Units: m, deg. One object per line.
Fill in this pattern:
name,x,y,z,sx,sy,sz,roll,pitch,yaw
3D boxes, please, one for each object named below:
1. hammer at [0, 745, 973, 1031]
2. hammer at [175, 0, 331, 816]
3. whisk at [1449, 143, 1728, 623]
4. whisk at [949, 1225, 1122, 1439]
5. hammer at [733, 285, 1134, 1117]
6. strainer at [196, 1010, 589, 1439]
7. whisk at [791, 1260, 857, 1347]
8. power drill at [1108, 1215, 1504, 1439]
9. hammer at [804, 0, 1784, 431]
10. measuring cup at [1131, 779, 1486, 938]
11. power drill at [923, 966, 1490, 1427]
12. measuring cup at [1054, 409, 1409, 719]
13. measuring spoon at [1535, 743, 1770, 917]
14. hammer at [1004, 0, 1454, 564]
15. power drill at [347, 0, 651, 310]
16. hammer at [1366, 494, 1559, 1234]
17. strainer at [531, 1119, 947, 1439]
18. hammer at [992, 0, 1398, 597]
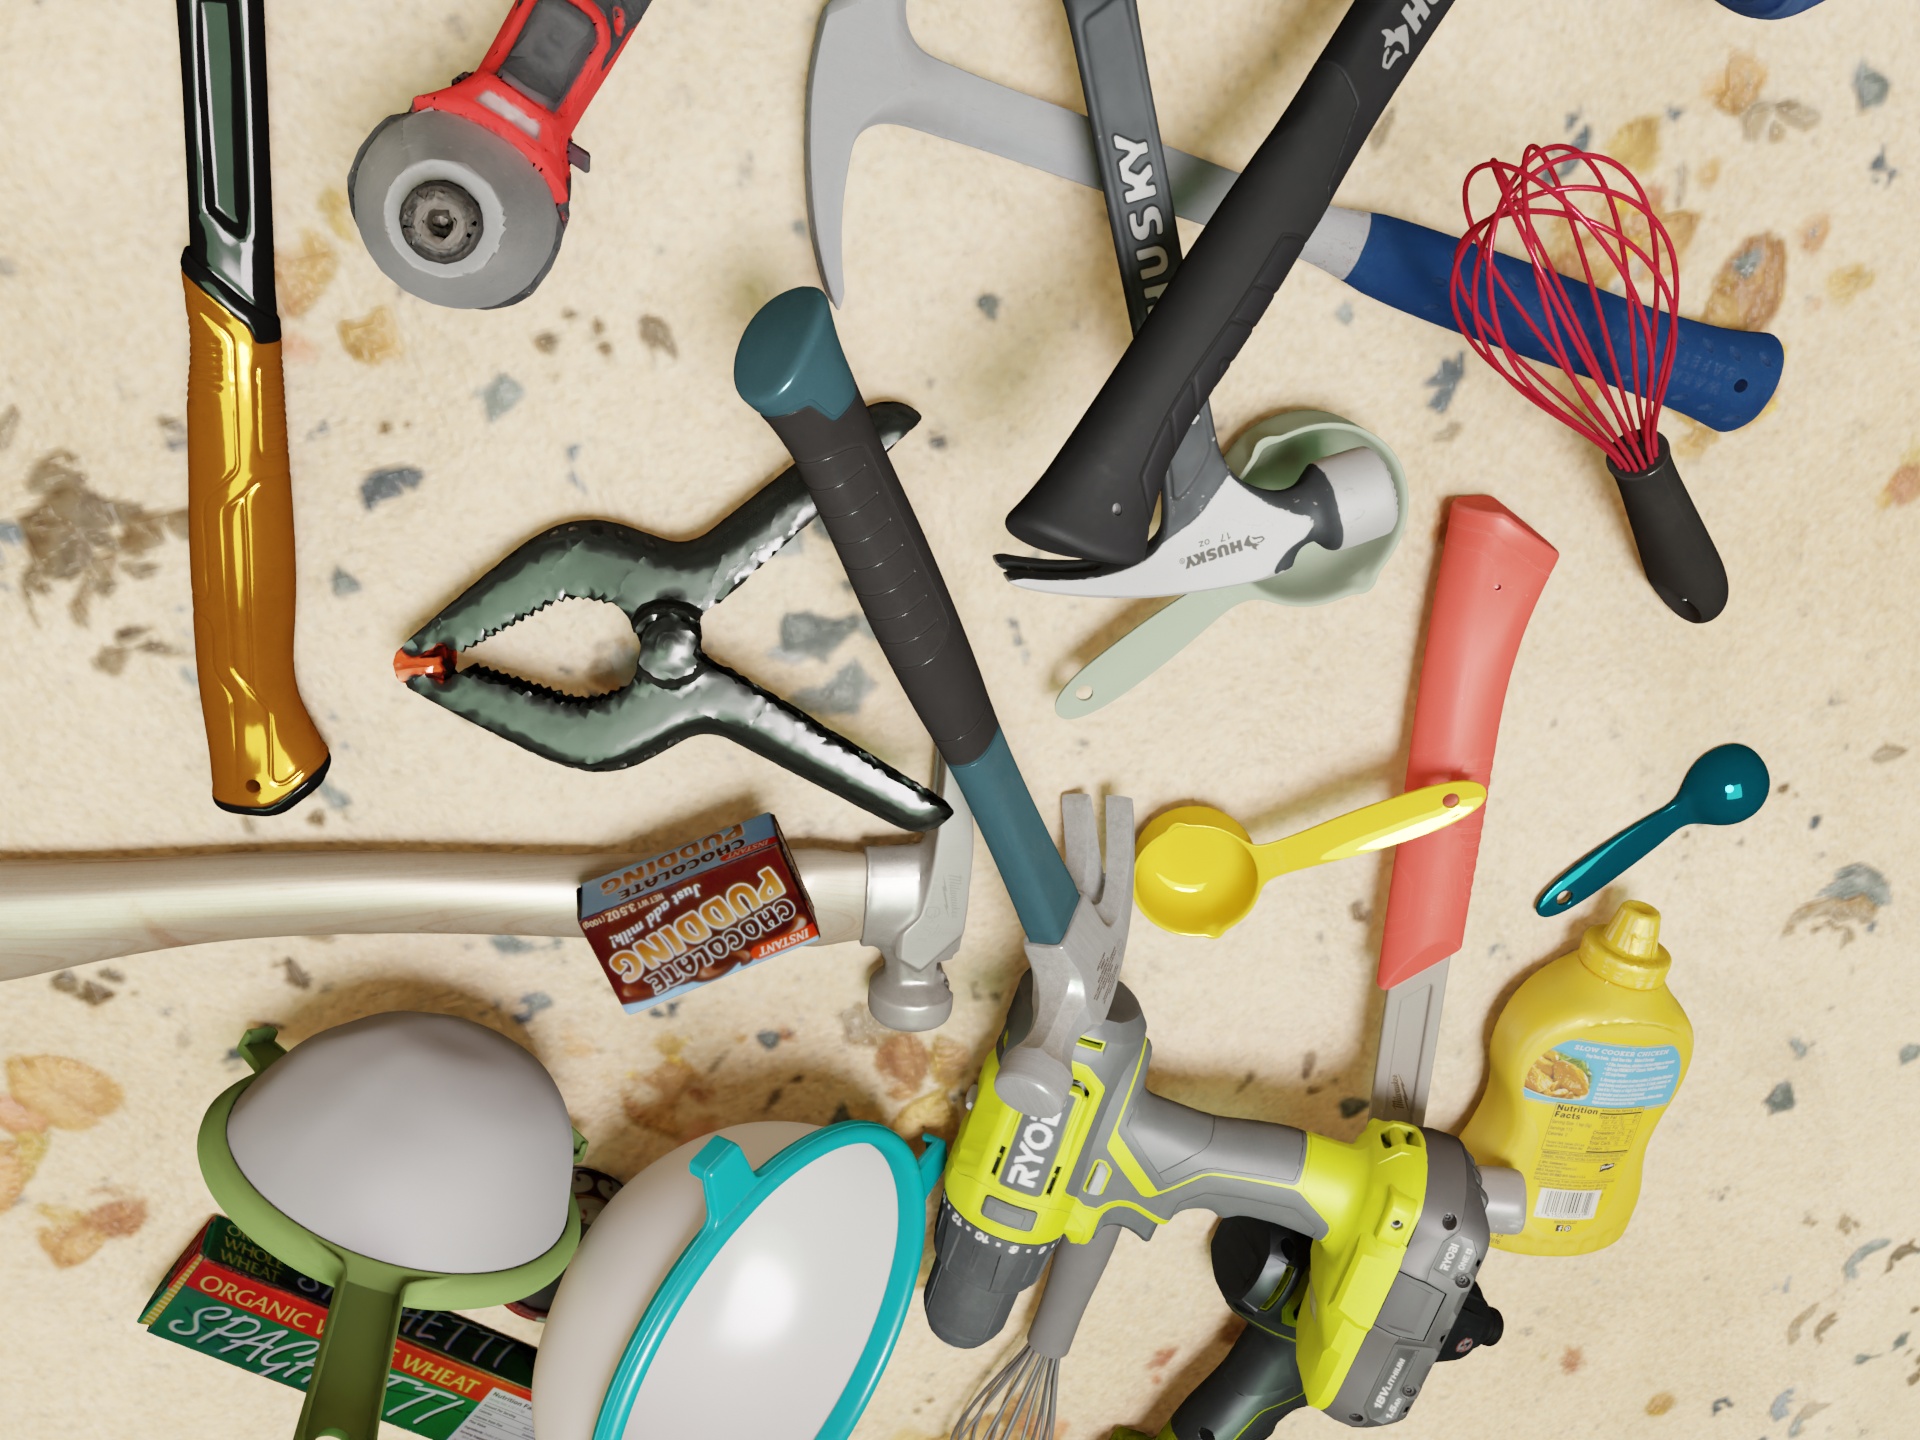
hammer,-0.198,0.061,0.638,0.410,0.038,0.146,1,114,-12
hammer,-0.255,-0.120,0.539,0.127,0.034,0.336,1,115,-14
whisk,0.252,-0.112,0.604,0.073,0.073,0.295,-42,137,9
whisk,0.042,0.315,0.810,0.055,0.055,0.239,13,107,-18
hammer,-0.001,-0.002,0.582,0.033,0.128,0.330,1,134,30
strainer,-0.198,0.167,0.571,0.151,0.256,0.069,24,97,-17
whisk,-0.114,0.370,0.803,0.059,0.058,0.246,9,115,-54
power drill,0.175,0.366,0.845,0.171,0.080,0.223,23,105,-20
hammer,0.136,-0.176,0.598,0.405,0.035,0.144,13,111,-18
measuring cup,0.150,0.050,0.697,0.156,0.029,0.062,-18,113,9
power drill,0.103,0.232,0.730,0.228,0.080,0.190,19,106,2
measuring cup,0.102,-0.060,0.647,0.167,0.038,0.083,-38,117,11
measuring spoon,0.334,0.059,0.761,0.128,0.021,0.042,-36,117,5
hammer,0.112,-0.190,0.506,0.146,0.035,0.335,40,77,-34
power drill,-0.106,-0.220,0.465,0.078,0.143,0.219,30,103,-21
hammer,0.204,0.077,0.723,0.149,0.037,0.359,5,111,8
strainer,-0.136,0.315,0.685,0.210,0.095,0.340,26,86,-60
hammer,0.041,-0.226,0.514,0.149,0.036,0.408,-18,116,-4
